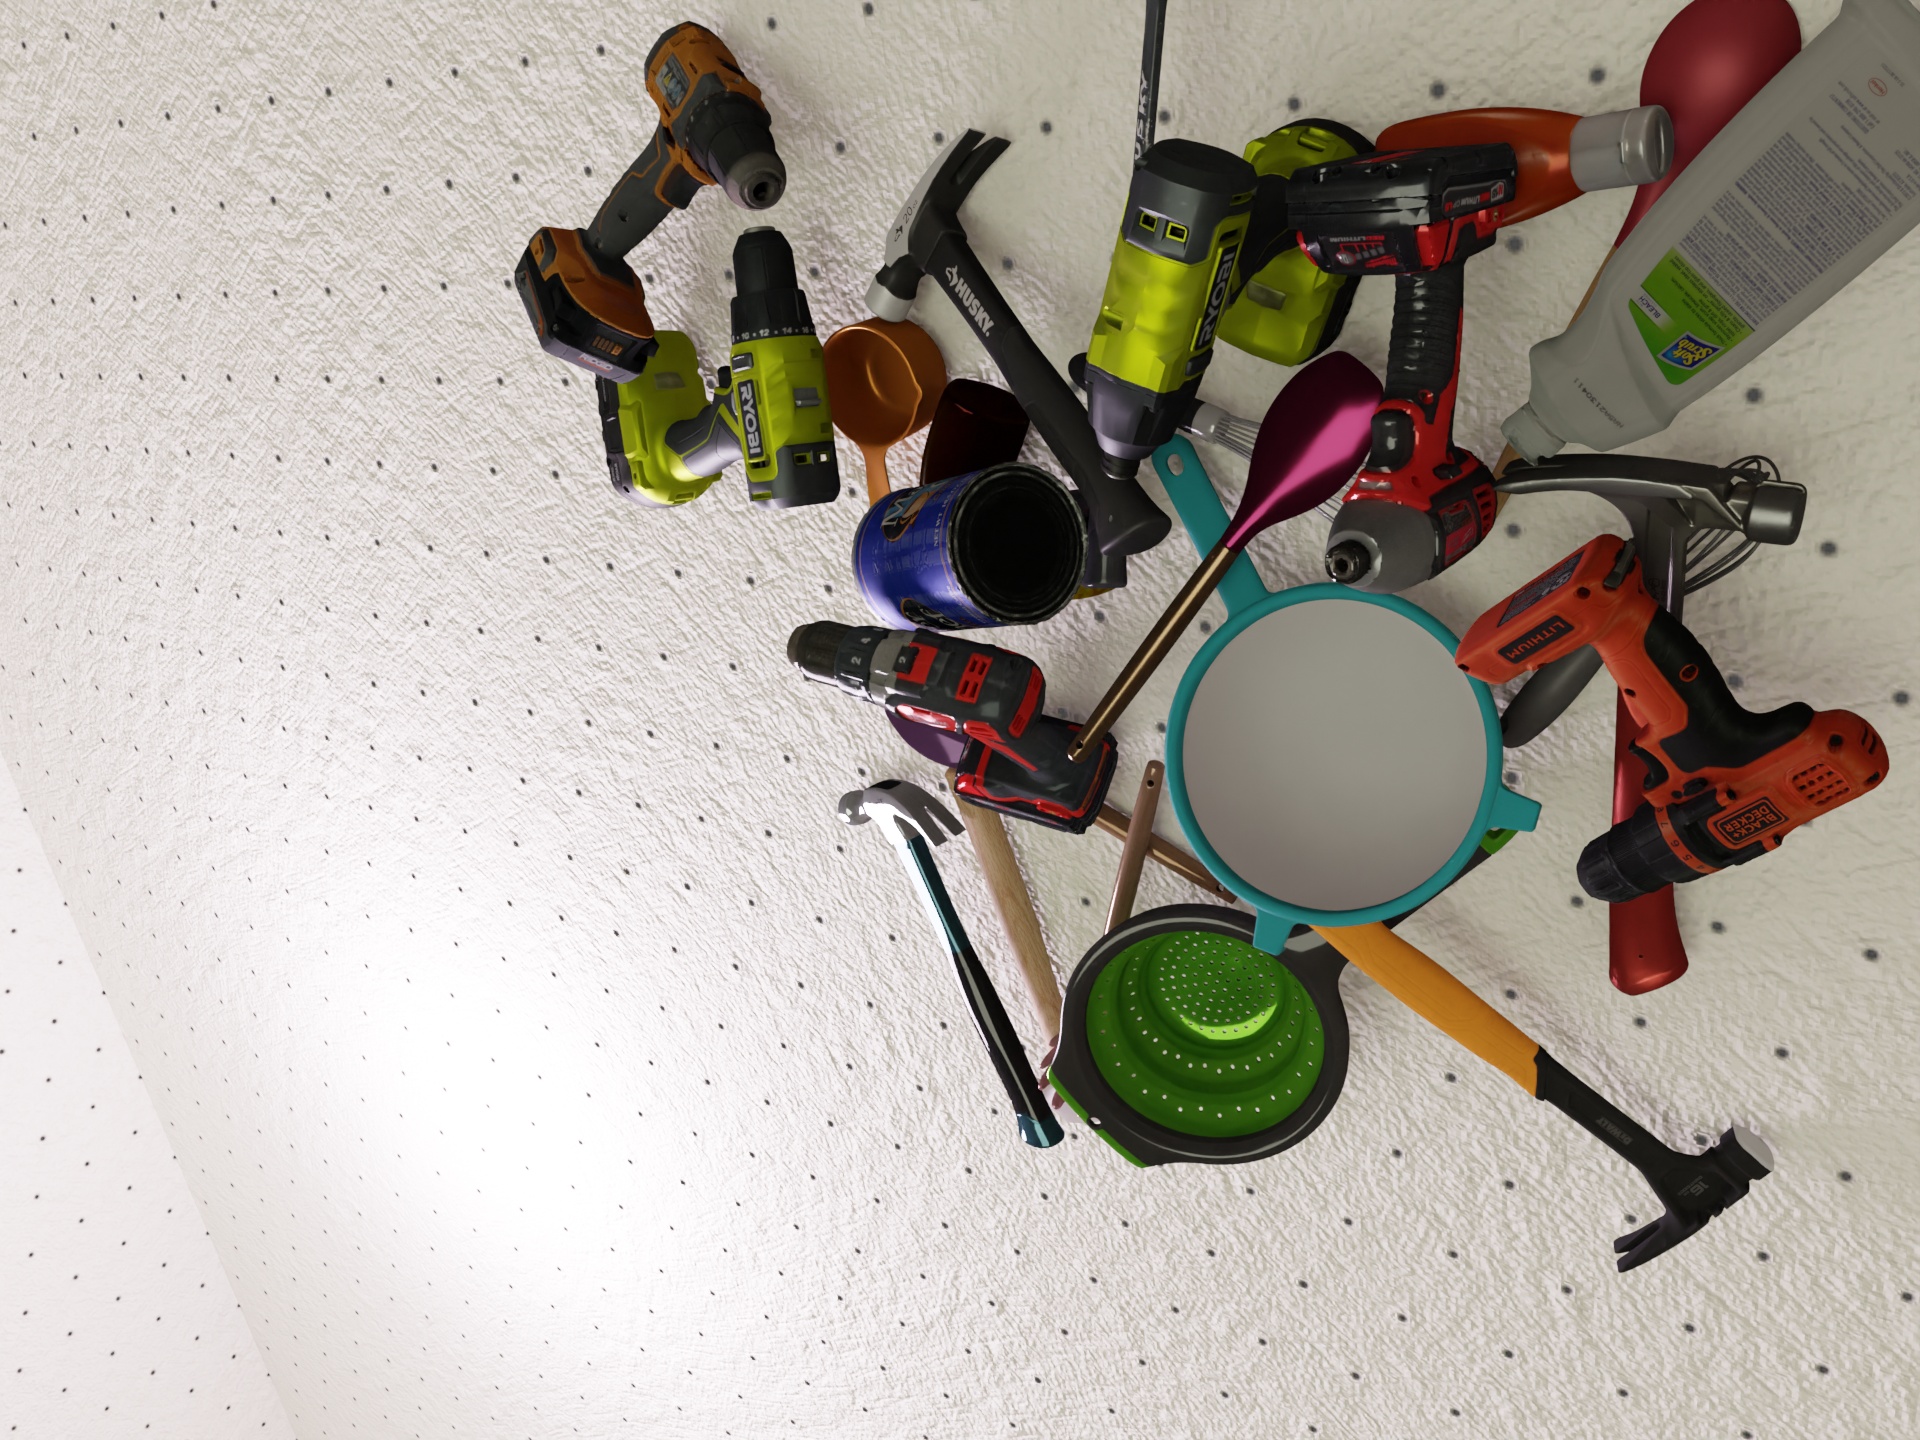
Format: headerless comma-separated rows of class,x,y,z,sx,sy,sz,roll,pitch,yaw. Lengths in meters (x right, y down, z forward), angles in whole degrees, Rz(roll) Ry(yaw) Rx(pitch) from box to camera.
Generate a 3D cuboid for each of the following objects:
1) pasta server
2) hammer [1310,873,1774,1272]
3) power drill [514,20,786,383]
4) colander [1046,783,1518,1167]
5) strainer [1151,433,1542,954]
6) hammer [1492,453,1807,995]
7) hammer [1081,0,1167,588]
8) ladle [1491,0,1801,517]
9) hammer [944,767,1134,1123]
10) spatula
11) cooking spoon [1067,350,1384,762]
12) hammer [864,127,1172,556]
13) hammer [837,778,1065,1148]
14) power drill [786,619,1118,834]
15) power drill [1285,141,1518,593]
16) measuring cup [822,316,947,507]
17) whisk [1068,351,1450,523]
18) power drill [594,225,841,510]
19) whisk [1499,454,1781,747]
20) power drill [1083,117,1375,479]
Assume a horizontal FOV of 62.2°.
pasta server,0.115,0.170,1.212,0.060,0.040,0.316,16,119,11
hammer,0.354,0.221,1.043,0.337,0.034,0.127,38,116,1
power drill,-0.207,-0.343,1.091,0.226,0.084,0.186,-49,49,24
colander,0.235,0.162,1.129,0.204,0.094,0.397,45,115,-3
strainer,0.218,-0.034,1.027,0.211,0.095,0.341,-32,72,26
hammer,0.385,0.016,0.913,0.149,0.037,0.358,12,131,33
hammer,0.100,-0.263,0.946,0.036,0.149,0.408,-3,121,-9
ladle,0.345,-0.230,0.855,0.069,0.031,0.315,33,132,19
hammer,0.057,0.186,1.303,0.130,0.031,0.331,-6,111,39
spatula,0.074,0.054,1.219,0.316,0.018,0.060,30,97,17
cooking spoon,0.153,-0.089,0.987,0.069,0.017,0.318,48,123,22
hammer,0.040,-0.224,0.976,0.146,0.035,0.335,-57,47,35
hammer,0.003,0.201,1.313,0.128,0.033,0.331,-18,97,56
power drill,-0.002,-0.004,1.116,0.188,0.080,0.226,15,167,30
power drill,0.227,-0.176,0.819,0.079,0.143,0.219,11,118,39
measuring cup,-0.048,-0.206,1.147,0.095,0.052,0.173,13,123,31
whisk,0.183,-0.172,0.990,0.285,0.070,0.070,29,129,26
power drill,-0.178,-0.246,1.164,0.229,0.080,0.190,2,103,50
whisk,0.381,-0.059,0.912,0.055,0.055,0.238,40,136,12
power drill,0.144,-0.235,0.865,0.080,0.223,0.171,29,129,21
